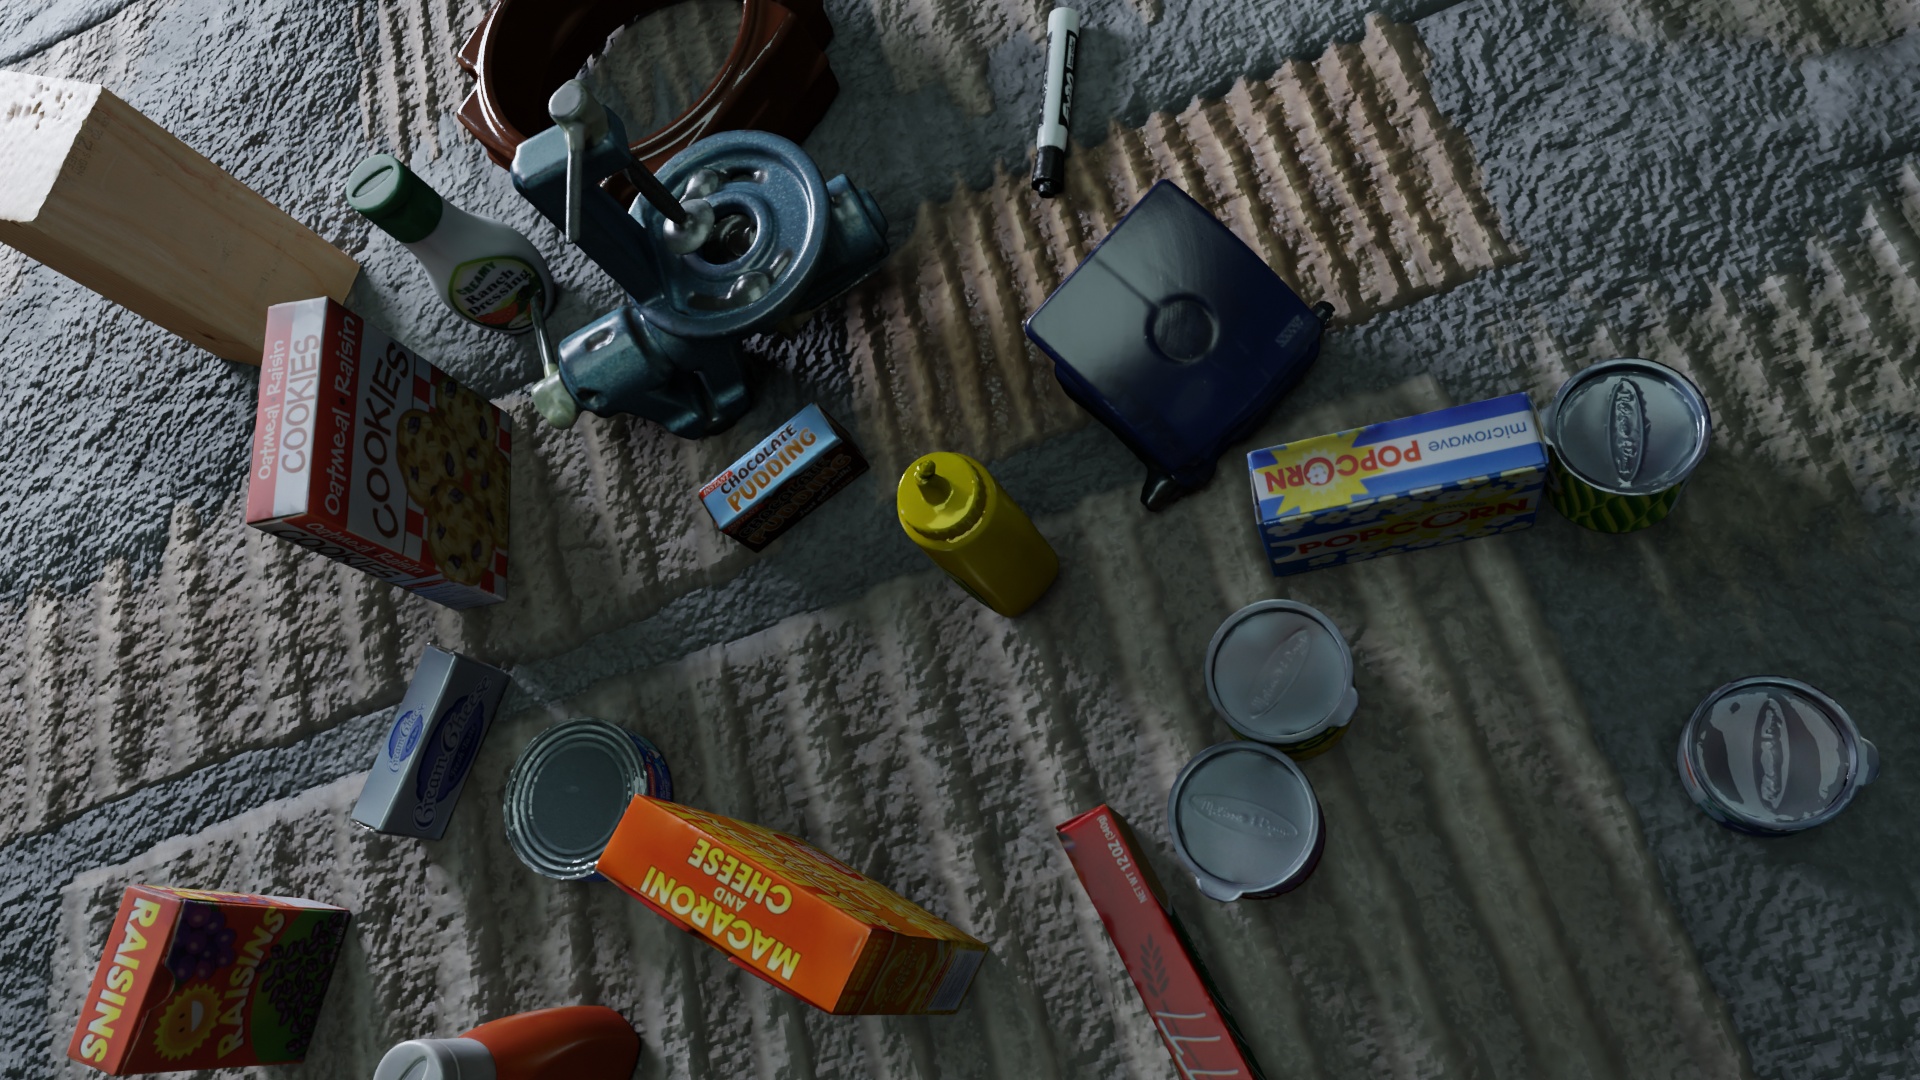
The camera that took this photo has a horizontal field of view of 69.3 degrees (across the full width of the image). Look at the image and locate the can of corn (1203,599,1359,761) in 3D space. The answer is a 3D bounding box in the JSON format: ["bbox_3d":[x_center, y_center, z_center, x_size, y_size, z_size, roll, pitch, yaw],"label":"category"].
[{"bbox_3d":[0.153,0.068,0.648,0.071,0.058,0.071,-5,71,16],"label":"can of corn"}]

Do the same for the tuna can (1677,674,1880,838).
[{"bbox_3d":[0.347,0.093,0.593,0.071,0.032,0.071,-5,71,16],"label":"tuna can"}]

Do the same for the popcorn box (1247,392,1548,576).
[{"bbox_3d":[0.203,-0.023,0.649,0.126,0.085,0.038,-12,69,13],"label":"popcorn box"}]

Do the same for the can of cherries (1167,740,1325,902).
[{"bbox_3d":[0.130,0.131,0.634,0.071,0.058,0.071,-5,71,16],"label":"can of cherries"}]

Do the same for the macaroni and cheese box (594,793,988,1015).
[{"bbox_3d":[-0.069,0.168,0.625,0.124,0.166,0.040,23,81,23],"label":"macaroni and cheese box"}]

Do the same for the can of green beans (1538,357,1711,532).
[{"bbox_3d":[0.303,-0.043,0.639,0.071,0.057,0.071,-5,71,16],"label":"can of green beans"}]

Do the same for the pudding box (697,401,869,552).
[{"bbox_3d":[-0.097,-0.034,0.766,0.083,0.049,0.030,-37,66,3],"label":"pudding box"}]

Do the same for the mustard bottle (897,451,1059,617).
[{"bbox_3d":[0.002,-0.008,0.665,0.065,0.160,0.049,42,88,25],"label":"mustard bottle"}]

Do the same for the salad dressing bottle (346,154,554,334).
[{"bbox_3d":[-0.300,-0.174,0.824,0.064,0.147,0.044,-34,66,4],"label":"salad dressing bottle"}]

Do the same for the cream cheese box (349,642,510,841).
[{"bbox_3d":[-0.294,0.114,0.776,0.024,0.053,0.104,16,77,22],"label":"cream cheese box"}]

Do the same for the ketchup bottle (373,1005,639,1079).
[{"bbox_3d":[-0.211,0.251,0.651,0.043,0.148,0.065,31,84,24],"label":"ketchup bottle"}]

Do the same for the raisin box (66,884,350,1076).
[{"bbox_3d":[-0.388,0.230,0.728,0.040,0.123,0.086,9,75,20],"label":"raisin box"}]

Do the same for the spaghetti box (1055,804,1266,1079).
[{"bbox_3d":[0.114,0.233,0.609,0.028,0.050,0.251,-31,66,6],"label":"spaghetti box"}]

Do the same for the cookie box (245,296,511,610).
[{"bbox_3d":[-0.317,-0.043,0.773,0.040,0.167,0.123,-10,70,14],"label":"cookie box"}]
